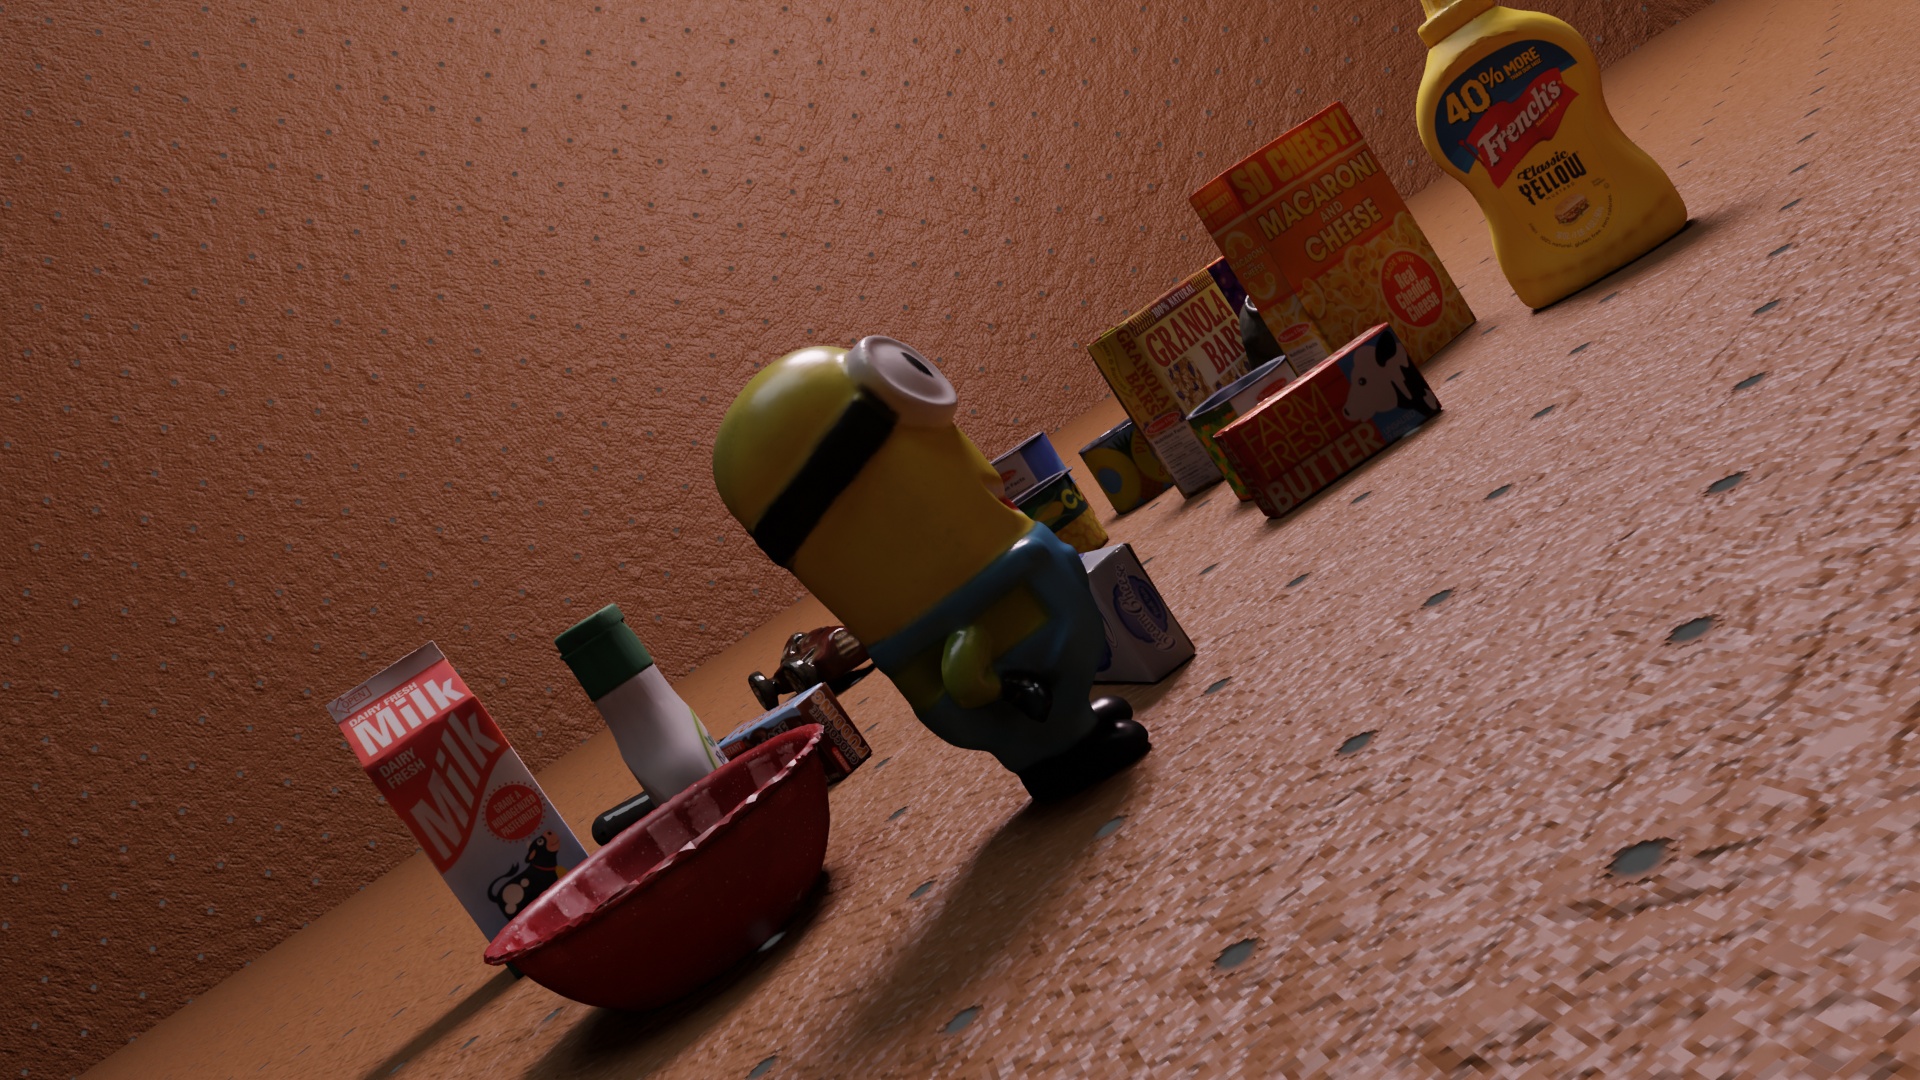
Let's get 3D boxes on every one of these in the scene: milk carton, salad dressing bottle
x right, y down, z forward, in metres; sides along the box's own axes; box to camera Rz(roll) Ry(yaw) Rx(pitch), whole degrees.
[{"bbox_3d":[-0.288,0.156,0.821,0.072,0.190,0.073,-35,4,-21],"label":"milk carton"},{"bbox_3d":[-0.152,0.102,0.712,0.044,0.147,0.064,-34,4,-9],"label":"salad dressing bottle"}]

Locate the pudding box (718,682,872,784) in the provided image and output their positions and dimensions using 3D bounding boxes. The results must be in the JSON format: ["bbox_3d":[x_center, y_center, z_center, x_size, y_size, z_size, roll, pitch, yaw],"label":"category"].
[{"bbox_3d":[-0.095,0.117,0.783,0.083,0.049,0.030,-30,5,41],"label":"pudding box"}]

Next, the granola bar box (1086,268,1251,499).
[{"bbox_3d":[0.166,-0.115,0.984,0.039,0.124,0.166,-31,5,36],"label":"granola bar box"}]

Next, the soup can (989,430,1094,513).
[{"bbox_3d":[0.065,-0.041,1.165,0.071,0.083,0.071,-33,4,3],"label":"soup can"}]

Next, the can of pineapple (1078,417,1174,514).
[{"bbox_3d":[0.134,-0.062,1.062,0.071,0.058,0.071,-33,4,3],"label":"can of pineapple"}]

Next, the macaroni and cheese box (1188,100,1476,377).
[{"bbox_3d":[0.234,-0.175,0.873,0.124,0.166,0.040,-35,4,-28],"label":"macaroni and cheese box"}]

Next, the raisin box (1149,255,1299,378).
[{"bbox_3d":[0.219,-0.161,1.115,0.086,0.123,0.040,-32,4,15],"label":"raisin box"}]

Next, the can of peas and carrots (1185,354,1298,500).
[{"bbox_3d":[0.172,-0.064,0.798,0.071,0.058,0.071,-33,4,3],"label":"can of peas and carrots"}]

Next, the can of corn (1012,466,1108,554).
[{"bbox_3d":[0.065,-0.010,0.984,0.071,0.058,0.071,-33,4,3],"label":"can of corn"}]

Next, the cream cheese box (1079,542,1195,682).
[{"bbox_3d":[0.057,0.033,0.590,0.024,0.053,0.103,-34,4,-17],"label":"cream cheese box"}]

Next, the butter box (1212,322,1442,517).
[{"bbox_3d":[0.185,-0.060,0.701,0.103,0.053,0.024,-33,4,-3],"label":"butter box"}]
